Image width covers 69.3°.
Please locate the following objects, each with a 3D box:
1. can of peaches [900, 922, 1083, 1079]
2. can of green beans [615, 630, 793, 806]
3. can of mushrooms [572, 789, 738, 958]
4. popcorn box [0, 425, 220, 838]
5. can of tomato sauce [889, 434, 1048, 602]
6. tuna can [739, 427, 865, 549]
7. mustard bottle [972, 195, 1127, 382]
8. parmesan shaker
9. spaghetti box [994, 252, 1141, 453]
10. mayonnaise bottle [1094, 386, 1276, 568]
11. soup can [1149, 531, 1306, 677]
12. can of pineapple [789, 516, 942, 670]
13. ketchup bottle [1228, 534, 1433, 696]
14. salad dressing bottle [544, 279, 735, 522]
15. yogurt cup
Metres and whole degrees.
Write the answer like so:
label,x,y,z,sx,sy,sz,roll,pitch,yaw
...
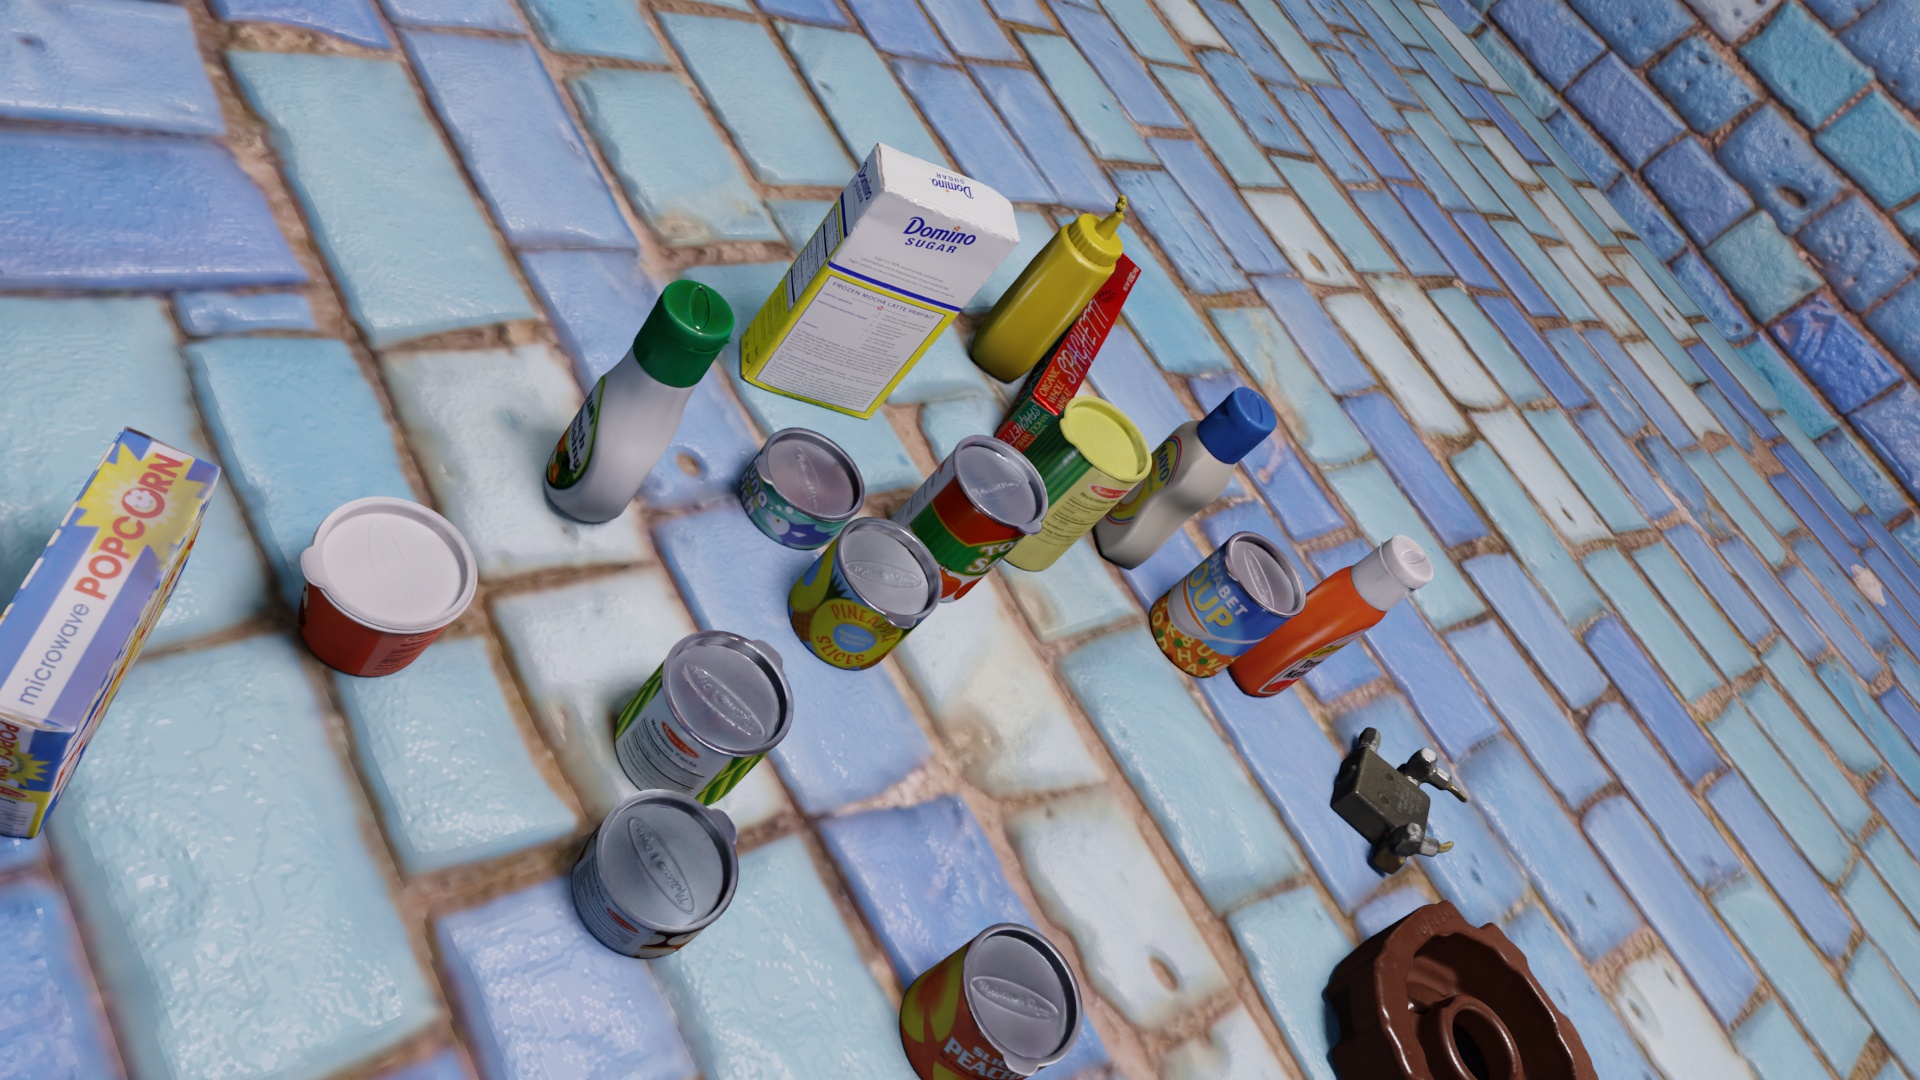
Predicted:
label,x,y,z,sx,sy,sz,roll,pitch,yaw
can of peaches,0.013,0.223,0.648,0.071,0.057,0.071,23,44,-24
can of green beans,-0.121,0.085,0.655,0.071,0.057,0.071,23,44,-24
can of mushrooms,-0.132,0.146,0.611,0.071,0.033,0.071,23,44,-24
popcorn box,-0.322,0.033,0.508,0.038,0.085,0.127,25,43,-23
can of tomato sauce,0.003,-0.010,0.826,0.071,0.082,0.071,23,44,-24
tuna can,-0.093,-0.030,0.800,0.071,0.032,0.071,23,44,-24
mustard bottle,0.069,-0.179,0.971,0.049,0.159,0.066,34,40,-13
parmesan shaker,0.061,-0.035,0.882,0.071,0.102,0.072,23,44,-24
spaghetti box,0.084,-0.144,1.040,0.028,0.050,0.251,38,39,-7
mayonnaise bottle,0.148,-0.044,0.928,0.041,0.147,0.065,24,43,-23
soup can,0.175,0.043,0.924,0.071,0.083,0.072,23,44,-24
can of pineapple,-0.053,0.031,0.761,0.071,0.057,0.071,23,44,-24
ketchup bottle,0.247,0.051,0.929,0.065,0.148,0.043,-9,62,-45
salad dressing bottle,-0.159,-0.067,0.686,0.044,0.147,0.064,19,46,-28
yogurt cup,-0.251,0.023,0.602,0.072,0.053,0.073,23,44,-24
